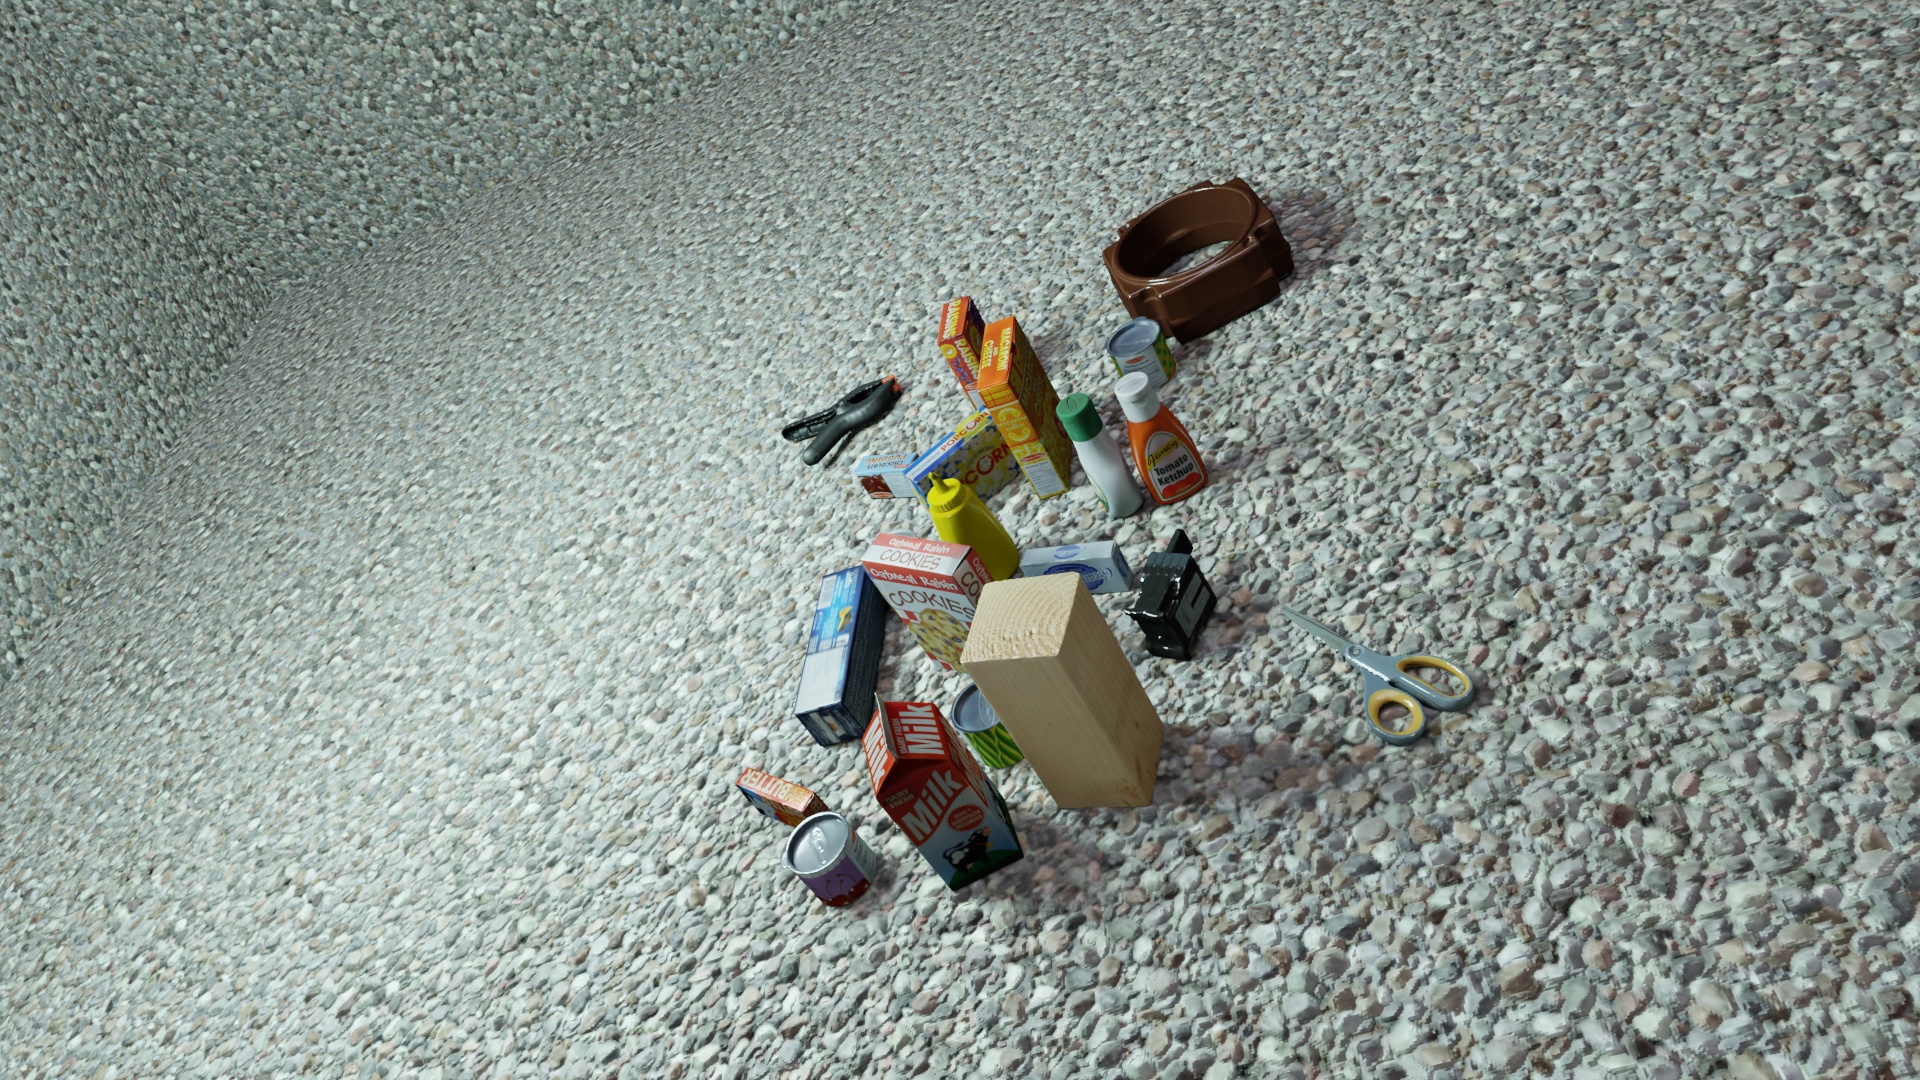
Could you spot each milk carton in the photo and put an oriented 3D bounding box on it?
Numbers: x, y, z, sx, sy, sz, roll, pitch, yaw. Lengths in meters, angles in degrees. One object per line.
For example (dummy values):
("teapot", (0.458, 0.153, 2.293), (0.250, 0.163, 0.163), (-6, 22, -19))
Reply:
("milk carton", (-0.023, 0.209, 1.181), (0.073, 0.190, 0.072), (-28, 36, 6))

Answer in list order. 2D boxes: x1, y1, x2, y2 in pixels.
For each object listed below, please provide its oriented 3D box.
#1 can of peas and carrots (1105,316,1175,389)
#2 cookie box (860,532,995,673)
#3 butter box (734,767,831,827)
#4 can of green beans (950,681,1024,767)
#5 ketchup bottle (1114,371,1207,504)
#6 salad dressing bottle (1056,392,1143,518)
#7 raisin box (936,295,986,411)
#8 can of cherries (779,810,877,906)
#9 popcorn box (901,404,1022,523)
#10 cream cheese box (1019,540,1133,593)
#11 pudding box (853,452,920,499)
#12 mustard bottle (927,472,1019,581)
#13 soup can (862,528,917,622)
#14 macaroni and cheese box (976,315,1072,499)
("can of peas and carrots", (0.211, -0.216, 1.614), (0.071, 0.058, 0.071), (-20, 38, 16))
("cookie box", (-0.007, 0.066, 1.354), (0.123, 0.166, 0.040), (8, 52, 41))
("butter box", (-0.168, 0.255, 1.348), (0.103, 0.053, 0.024), (10, 53, 42))
("can of green beans", (0.032, 0.170, 1.298), (0.071, 0.057, 0.071), (-20, 38, 16))
("ketchup bottle", (0.200, -0.106, 1.419), (0.065, 0.148, 0.044), (-28, 36, 6))
("salad dressing bottle", (0.144, -0.088, 1.440), (0.044, 0.147, 0.064), (-26, 37, 9))
("raisin box", (0.017, -0.227, 1.711), (0.040, 0.123, 0.086), (-16, 39, 21))
("can of cherries", (-0.120, 0.291, 1.266), (0.071, 0.058, 0.072), (-20, 38, 16))
("popcorn box", (0.005, -0.081, 1.584), (0.127, 0.085, 0.038), (-40, 37, -11))
("cream cheese box", (0.118, 0.030, 1.402), (0.103, 0.053, 0.024), (-7, 43, 30))
("pudding box", (-0.080, -0.077, 1.671), (0.083, 0.049, 0.030), (-2, 46, 34))
("mustard bottle", (0.005, -0.018, 1.448), (0.065, 0.159, 0.049), (-39, 37, -9))
("soup can", (-0.057, 0.041, 1.489), (0.071, 0.083, 0.072), (-20, 38, 16))
("macaroni and cheese box", (0.075, -0.148, 1.542), (0.040, 0.166, 0.124), (-16, 39, 21))
